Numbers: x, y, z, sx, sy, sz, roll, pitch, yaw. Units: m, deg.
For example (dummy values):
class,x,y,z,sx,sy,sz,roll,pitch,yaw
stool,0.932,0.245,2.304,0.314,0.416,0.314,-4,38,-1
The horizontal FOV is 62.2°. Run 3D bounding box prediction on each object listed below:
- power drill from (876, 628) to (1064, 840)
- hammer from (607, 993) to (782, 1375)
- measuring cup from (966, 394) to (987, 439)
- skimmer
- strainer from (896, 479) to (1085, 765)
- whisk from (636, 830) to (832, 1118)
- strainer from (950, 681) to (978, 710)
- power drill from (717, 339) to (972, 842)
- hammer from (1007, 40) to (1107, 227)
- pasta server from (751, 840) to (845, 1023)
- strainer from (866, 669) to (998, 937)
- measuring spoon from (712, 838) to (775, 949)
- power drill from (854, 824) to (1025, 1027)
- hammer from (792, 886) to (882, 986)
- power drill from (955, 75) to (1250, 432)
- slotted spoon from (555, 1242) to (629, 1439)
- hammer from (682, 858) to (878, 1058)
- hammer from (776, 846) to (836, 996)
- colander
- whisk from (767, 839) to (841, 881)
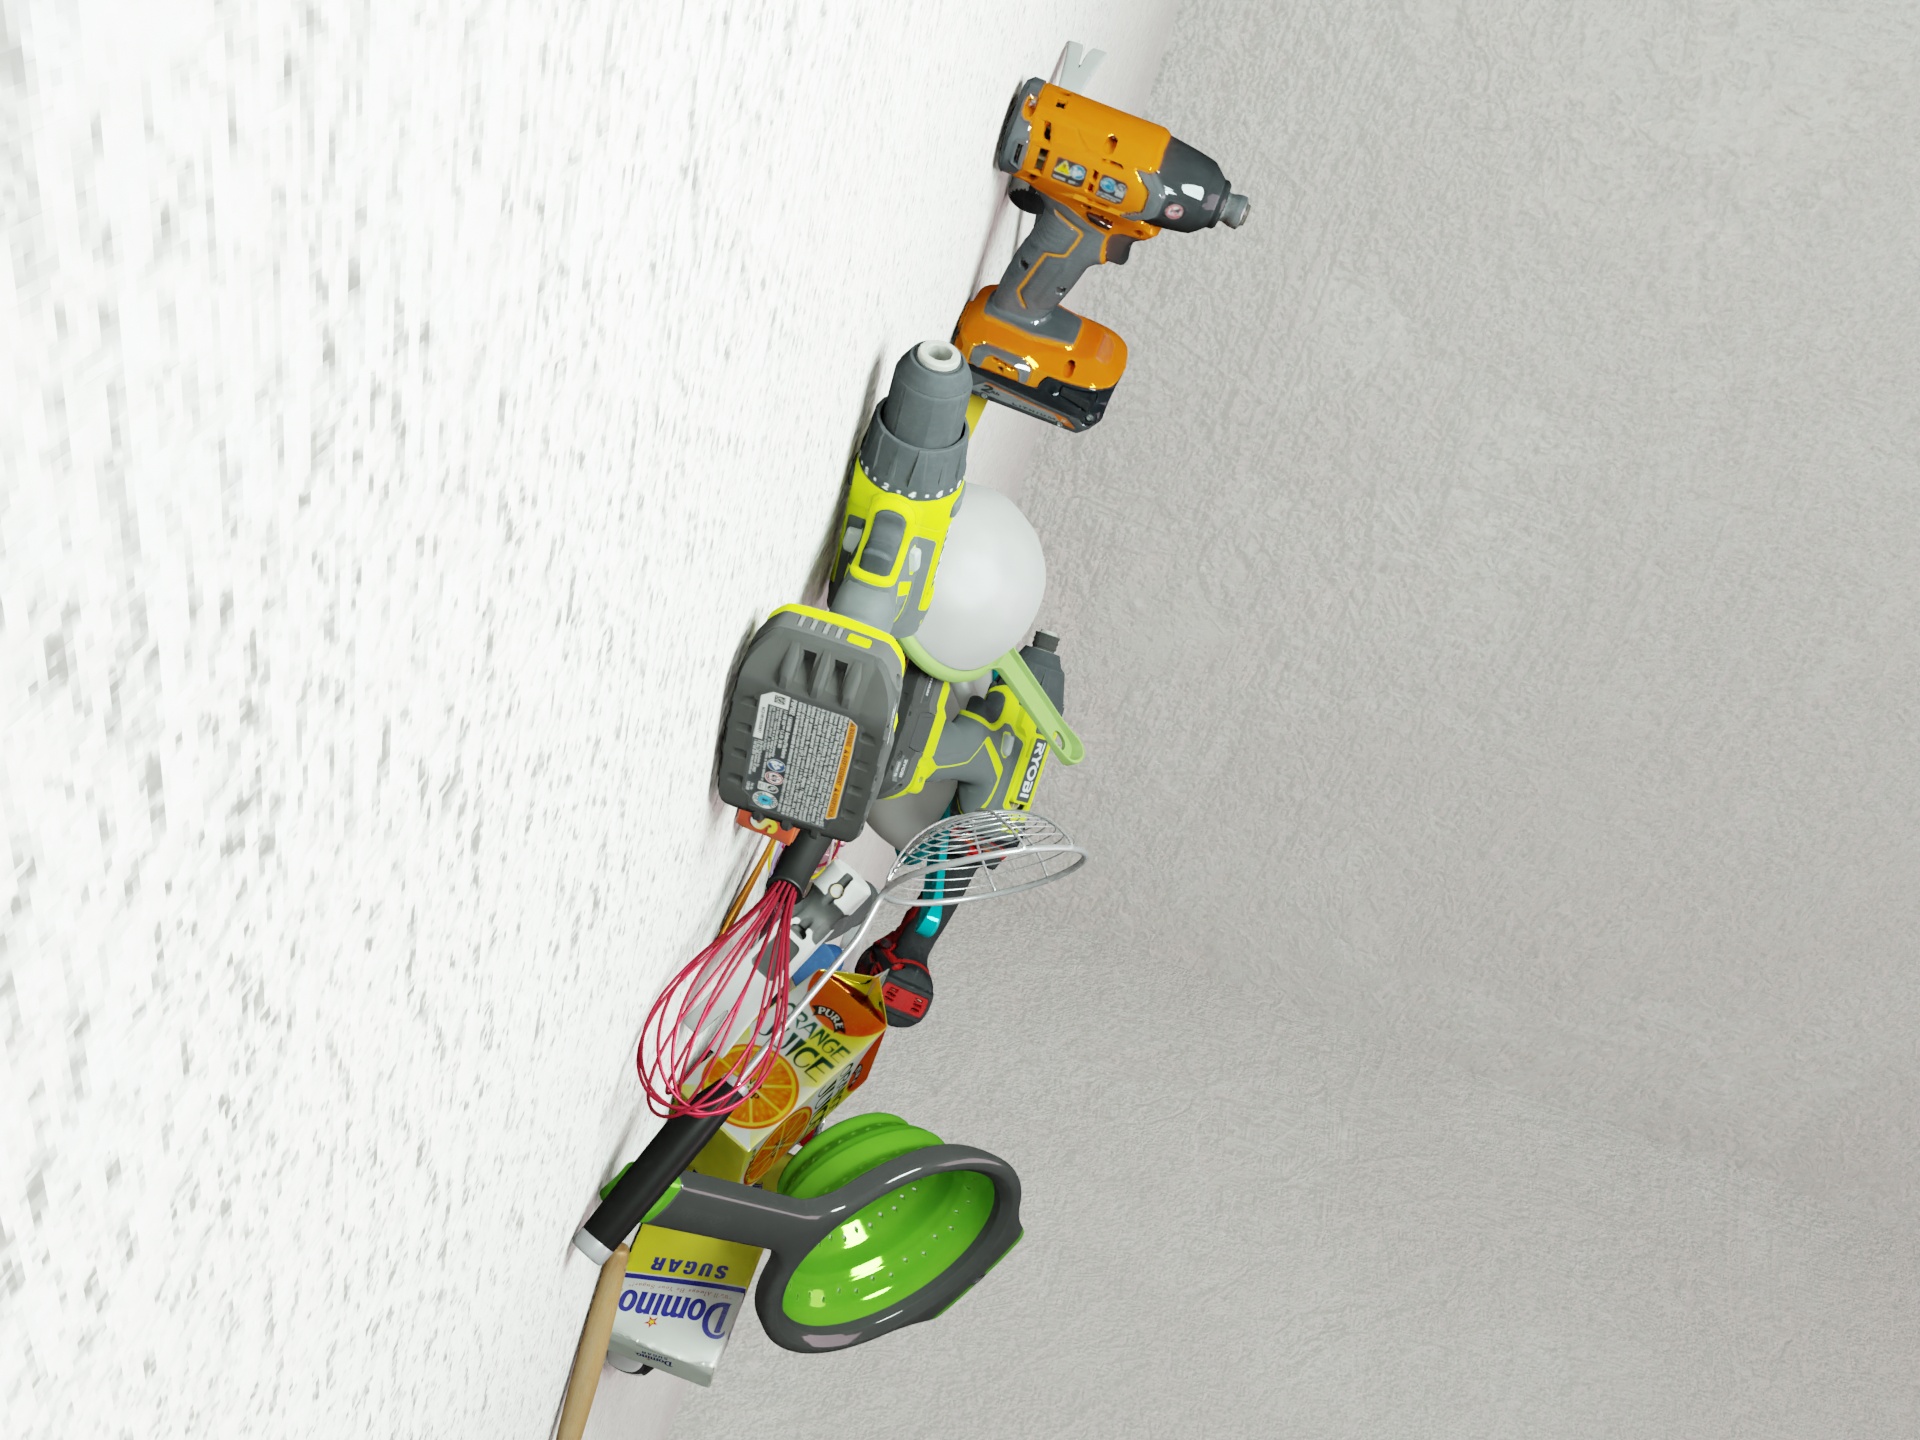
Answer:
class,x,y,z,sx,sy,sz,roll,pitch,yaw
power drill,-0.002,-0.004,1.220,0.223,0.080,0.171,16,93,-55
hammer,-0.223,0.397,1.388,0.127,0.034,0.337,105,5,-66
measuring cup,-0.014,-0.222,1.272,0.156,0.029,0.062,-50,-164,58
skimmer,-0.069,0.185,0.931,0.363,0.090,0.127,-48,173,-19
strainer,0.040,-0.066,1.126,0.069,0.256,0.151,-10,-144,40
whisk,-0.109,0.113,0.928,0.296,0.073,0.073,-67,177,-47
strainer,-0.008,-0.048,1.349,0.258,0.050,0.087,69,13,10
power drill,-0.049,-0.070,0.829,0.190,0.080,0.229,108,-1,-48
hammer,0.062,-0.401,1.342,0.409,0.036,0.149,106,3,-78
pasta server,-0.158,0.210,1.274,0.060,0.040,0.316,-47,161,-57
strainer,-0.049,0.055,1.398,0.211,0.095,0.341,-57,-164,32
measuring spoon,-0.140,0.102,1.054,0.021,0.011,0.117,109,5,-58
power drill,-0.031,0.170,1.490,0.219,0.078,0.143,-64,-166,0
hammer,-0.115,0.215,1.454,0.405,0.035,0.144,93,16,-83
power drill,0.089,-0.307,1.082,0.226,0.164,0.084,111,-1,-53
slotted spoon,-0.268,0.488,1.099,0.070,0.031,0.313,-67,174,-71
hammer,-0.104,0.152,1.138,0.146,0.035,0.334,-47,176,2
hammer,-0.141,0.176,1.463,0.410,0.038,0.146,108,4,-46
colander,-0.109,0.319,1.081,0.204,0.095,0.396,-45,140,8
whisk,-0.083,0.024,1.100,0.051,0.047,0.244,-81,-169,-57
